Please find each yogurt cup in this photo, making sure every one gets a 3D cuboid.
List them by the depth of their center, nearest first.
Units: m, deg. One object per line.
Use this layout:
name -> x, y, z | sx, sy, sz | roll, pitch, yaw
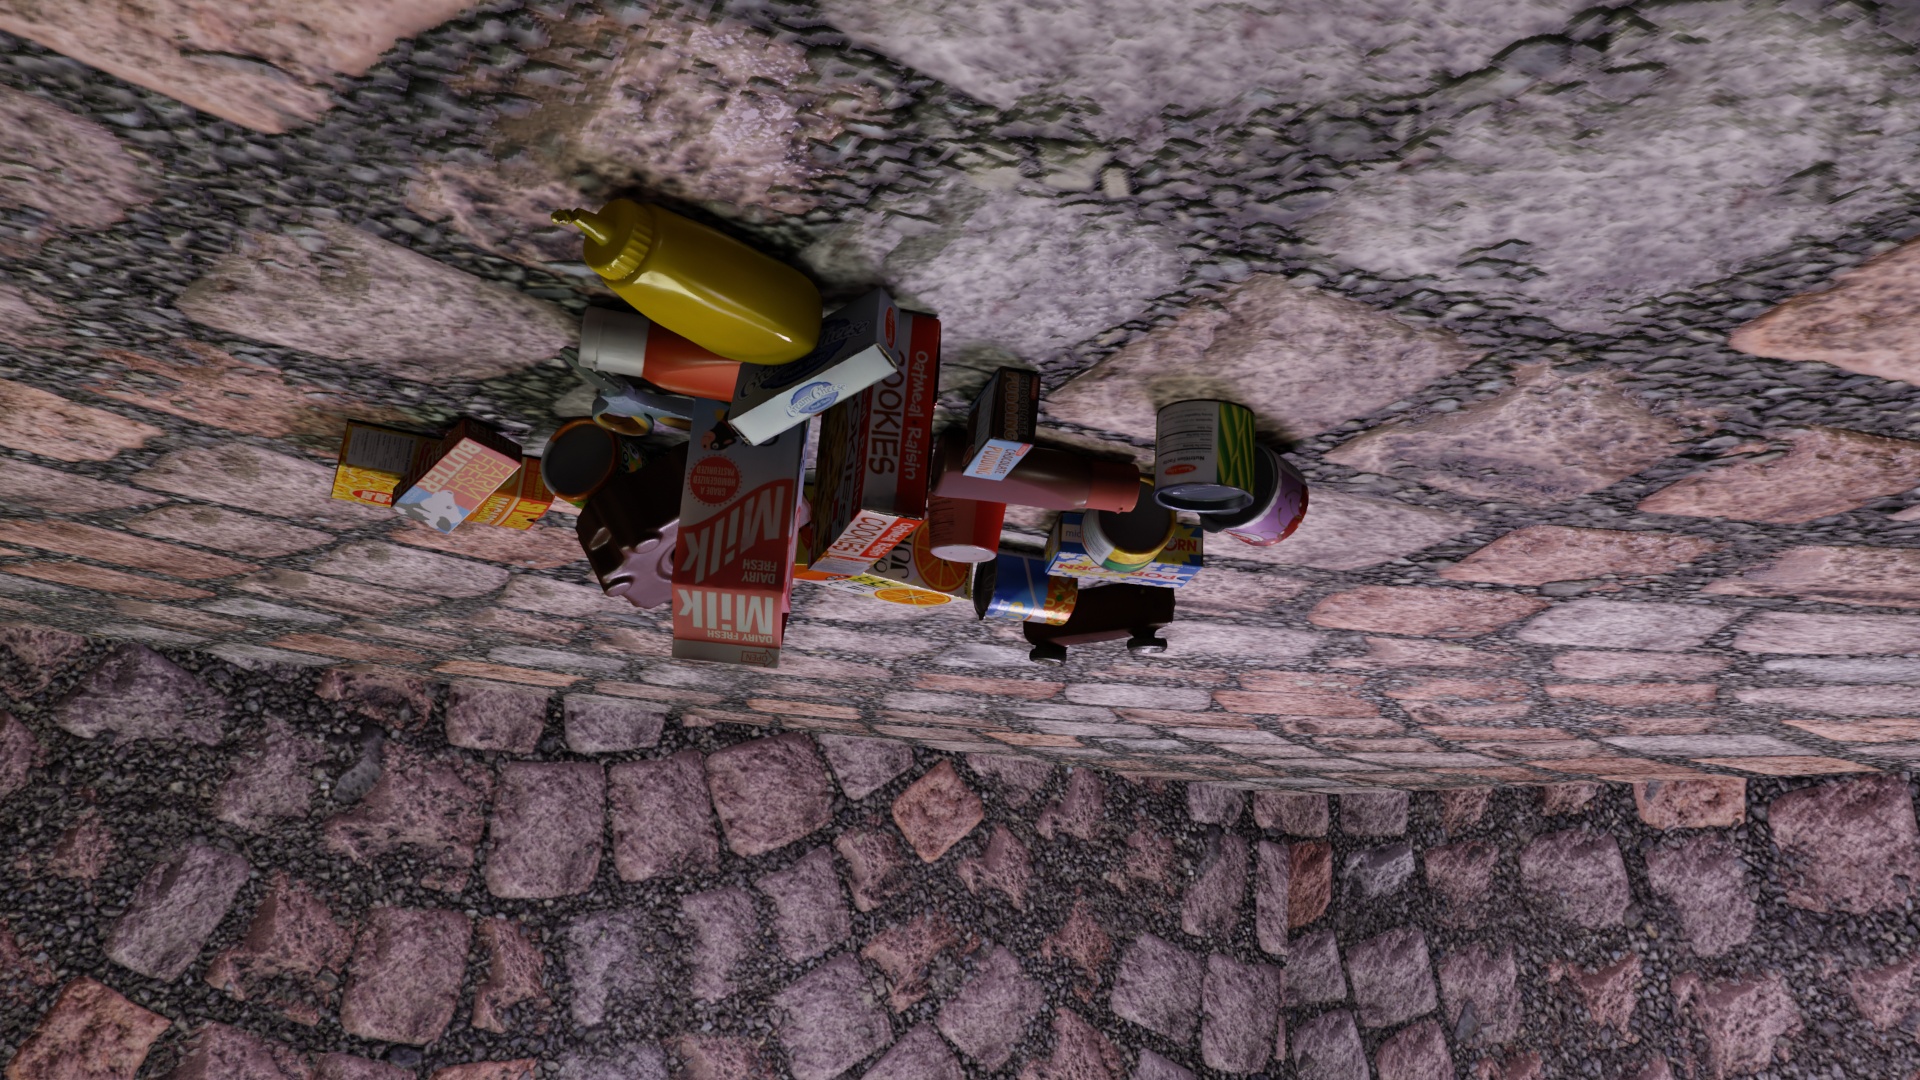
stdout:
yogurt cup -> 0.004, -0.014, 1.136 | 0.072, 0.054, 0.072 | 4, 165, 1

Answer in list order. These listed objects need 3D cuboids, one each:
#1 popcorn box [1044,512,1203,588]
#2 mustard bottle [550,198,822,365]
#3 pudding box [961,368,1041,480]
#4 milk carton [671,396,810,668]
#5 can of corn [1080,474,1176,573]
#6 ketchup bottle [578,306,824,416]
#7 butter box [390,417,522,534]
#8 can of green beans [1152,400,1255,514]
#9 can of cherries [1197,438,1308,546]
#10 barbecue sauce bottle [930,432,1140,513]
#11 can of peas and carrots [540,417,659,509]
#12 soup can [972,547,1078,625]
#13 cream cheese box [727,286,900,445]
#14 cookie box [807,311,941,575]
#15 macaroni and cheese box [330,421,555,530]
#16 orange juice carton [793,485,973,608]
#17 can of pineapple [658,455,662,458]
popcorn box -> 0.141, 0.010, 1.216 | 0.127, 0.038, 0.085 | 6, 164, -3
mustard bottle -> -0.141, -0.137, 0.713 | 0.065, 0.049, 0.160 | -6, 161, 36
pudding box -> 0.026, -0.074, 0.902 | 0.030, 0.050, 0.083 | 10, 164, -11
milk carton -> -0.143, -0.013, 0.911 | 0.072, 0.191, 0.073 | 6, 165, -2
can of corn -> 0.132, -0.014, 1.075 | 0.071, 0.071, 0.058 | 6, 165, -3
ketchup bottle -> -0.151, -0.109, 0.835 | 0.149, 0.043, 0.064 | 8, 160, -13
butter box -> -0.395, -0.050, 1.090 | 0.103, 0.024, 0.053 | -36, 135, 26
can of green beans -> 0.161, -0.054, 0.917 | 0.071, 0.058, 0.071 | 4, 165, 1
can of cherries -> 0.200, -0.032, 0.969 | 0.071, 0.071, 0.058 | -6, 163, 35
barbecue sauce bottle -> 0.055, -0.047, 1.015 | 0.149, 0.044, 0.064 | 7, 166, -10
can of peas and carrots -> -0.272, -0.054, 1.052 | 0.071, 0.071, 0.058 | 0, 164, 18
soup can -> 0.061, 0.046, 1.319 | 0.084, 0.071, 0.071 | 9, 165, -16
cream cheese box -> -0.081, -0.097, 0.775 | 0.103, 0.054, 0.024 | -25, 130, 23
cookie box -> -0.055, -0.055, 0.856 | 0.040, 0.123, 0.167 | 8, 165, -15
macaroni and cheese box -> -0.436, -0.050, 1.172 | 0.166, 0.040, 0.123 | 12, 165, -25
orange juice carton -> -0.082, 0.004, 1.200 | 0.193, 0.072, 0.073 | 17, 161, -39
can of pineapple -> -0.250, -0.033, 1.139 | 0.071, 0.058, 0.071 | 5, 165, 1
